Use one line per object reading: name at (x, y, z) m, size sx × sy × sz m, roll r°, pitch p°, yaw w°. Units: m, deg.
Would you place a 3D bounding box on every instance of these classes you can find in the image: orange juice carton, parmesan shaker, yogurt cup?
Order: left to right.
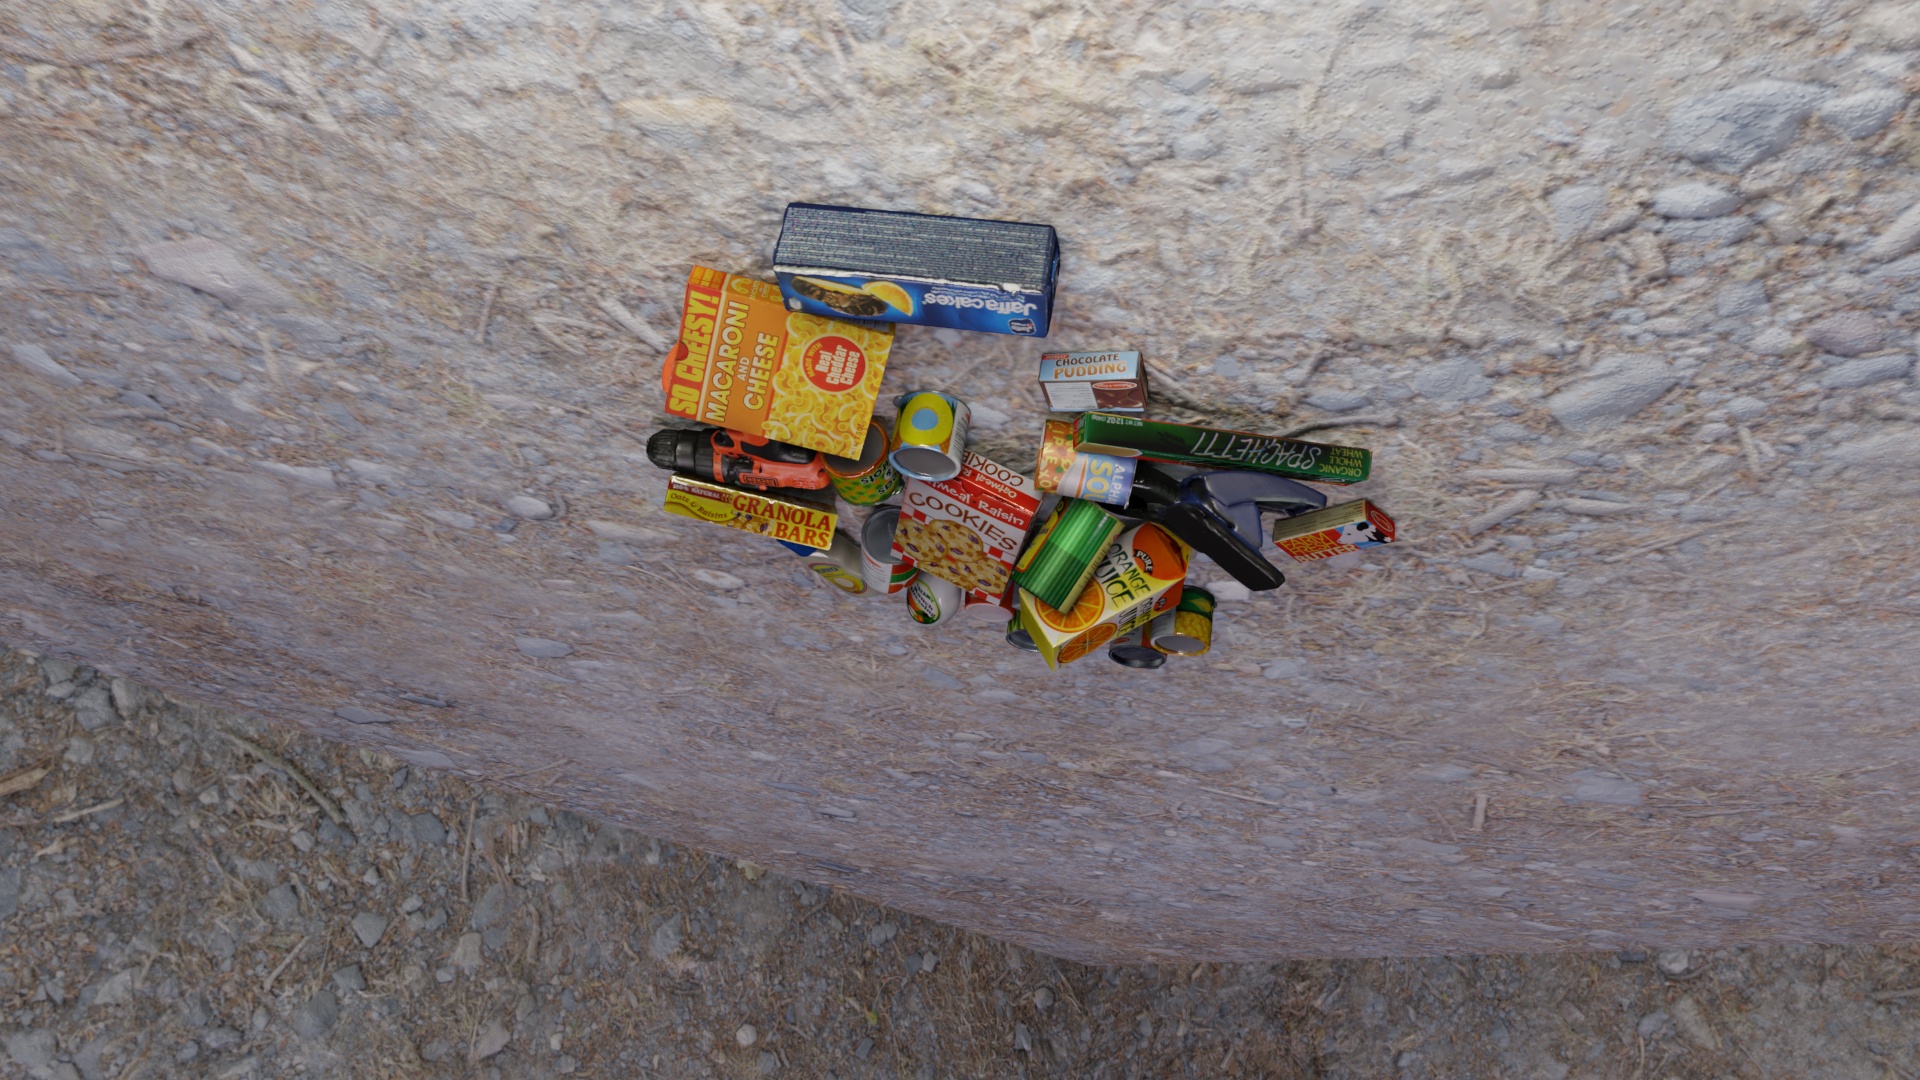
yogurt cup at (0.035, 0.056, 1.533) m, size 0.072 × 0.054 × 0.072 m, roll 8°, pitch 156°, yaw 4°
parmesan shaker at (0.100, 0.010, 1.316) m, size 0.071 × 0.103 × 0.071 m, roll 33°, pitch 180°, yaw 0°
orange juice carton at (0.158, 0.047, 1.391) m, size 0.193 × 0.073 × 0.071 m, roll -27°, pitch 155°, yaw -9°

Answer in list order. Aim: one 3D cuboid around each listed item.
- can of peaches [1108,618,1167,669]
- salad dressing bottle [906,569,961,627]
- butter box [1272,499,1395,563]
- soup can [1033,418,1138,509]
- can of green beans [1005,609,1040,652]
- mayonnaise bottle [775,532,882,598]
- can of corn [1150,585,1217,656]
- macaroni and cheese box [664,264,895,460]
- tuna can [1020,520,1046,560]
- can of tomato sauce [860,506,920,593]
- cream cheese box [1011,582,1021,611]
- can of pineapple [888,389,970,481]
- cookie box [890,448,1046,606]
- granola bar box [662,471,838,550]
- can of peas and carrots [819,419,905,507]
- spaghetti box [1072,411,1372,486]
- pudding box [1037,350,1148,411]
can of peaches at (0.205, 0.107, 1.577) m, size 0.071 × 0.058 × 0.071 m, roll 7°, pitch 155°, yaw 3°
salad dressing bottle at (-0.022, 0.044, 1.530) m, size 0.064 × 0.044 × 0.147 m, roll 51°, pitch 150°, yaw 16°
butter box at (0.354, -0.008, 1.320) m, size 0.103 × 0.024 × 0.053 m, roll -17°, pitch 144°, yaw 43°
soup can at (0.111, -0.067, 1.226) m, size 0.084 × 0.071 × 0.071 m, roll 9°, pitch 155°, yaw 1°
can of green beans at (0.088, 0.089, 1.578) m, size 0.071 × 0.058 × 0.071 m, roll 8°, pitch 155°, yaw 4°
mayonnaise bottle at (-0.143, 0.017, 1.528) m, size 0.064 × 0.041 × 0.148 m, roll -8°, pitch 150°, yaw 36°
can of corn at (0.246, 0.090, 1.524) m, size 0.071 × 0.058 × 0.071 m, roll 8°, pitch 155°, yaw 4°
macaroni and cheese box at (-0.148, -0.143, 1.130) m, size 0.166 × 0.040 × 0.123 m, roll 13°, pitch 124°, yaw -8°
tuna can at (0.081, 0.015, 1.417) m, size 0.071 × 0.071 × 0.032 m, roll 17°, pitch 153°, yaw -16°
can of tomato sauce at (-0.071, 0.010, 1.462) m, size 0.071 × 0.071 × 0.082 m, roll 10°, pitch 155°, yaw -1°
cream cheese box at (0.102, 0.042, 1.479) m, size 0.103 × 0.053 × 0.024 m, roll -12°, pitch 154°, yaw 39°
can of pineapple at (-0.029, -0.093, 1.236) m, size 0.071 × 0.058 × 0.070 m, roll 8°, pitch 155°, yaw 4°
cookie box at (0.005, -0.017, 1.336) m, size 0.123 × 0.040 × 0.166 m, roll 25°, pitch 145°, yaw 5°
granola bar box at (-0.208, -0.031, 1.390) m, size 0.166 × 0.039 × 0.124 m, roll 13°, pitch -176°, yaw -8°
can of peas and carrots at (-0.090, -0.072, 1.289) m, size 0.071 × 0.071 × 0.058 m, roll 3°, pitch 153°, yaw 14°
spaghetti box at (0.221, -0.077, 1.177) m, size 0.250 × 0.028 × 0.050 m, roll 7°, pitch 176°, yaw -6°
pudding box at (0.110, -0.130, 1.142) m, size 0.084 × 0.030 × 0.049 m, roll 1°, pitch 152°, yaw 17°
